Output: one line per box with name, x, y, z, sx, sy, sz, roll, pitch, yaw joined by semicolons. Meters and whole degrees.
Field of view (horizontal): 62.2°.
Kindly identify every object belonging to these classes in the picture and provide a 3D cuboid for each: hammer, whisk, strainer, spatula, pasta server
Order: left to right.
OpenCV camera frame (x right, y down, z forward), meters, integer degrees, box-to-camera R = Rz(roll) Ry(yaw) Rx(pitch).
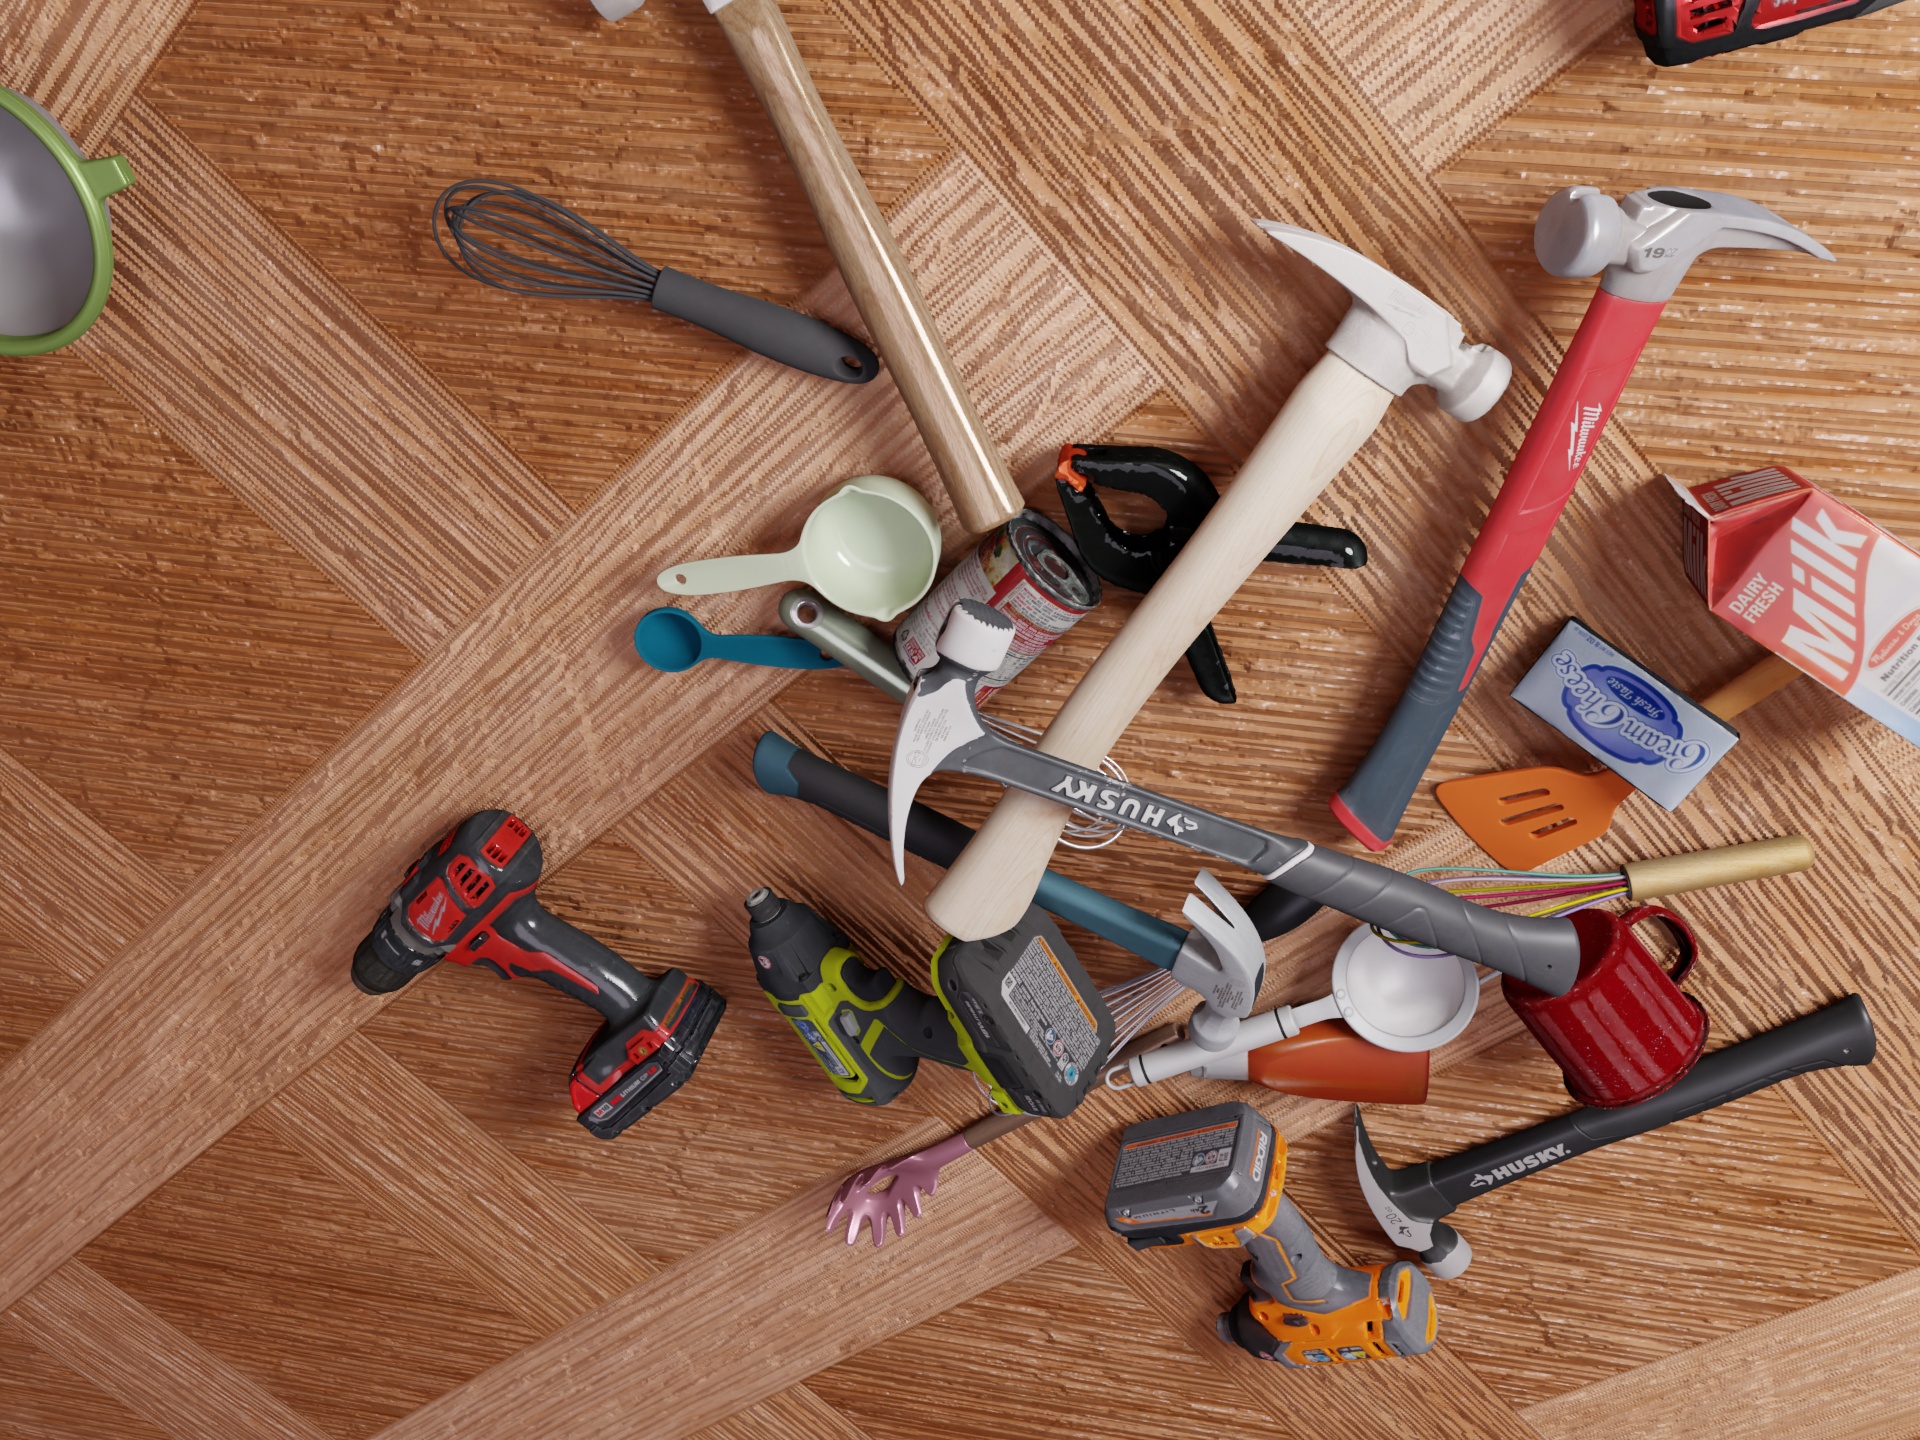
strainer;-0.532;-0.239;0.876;0.151;0.069;0.256;26;124;-7
whisk;-0.156;-0.221;0.825;0.239;0.055;0.055;19;123;-6
hammer;-0.051;-0.244;0.783;0.130;0.031;0.331;-20;111;21
whisk;-0.001;-0.003;0.931;0.246;0.059;0.058;34;85;-6
pasta server;0.027;0.288;1.108;0.316;0.040;0.060;-34;122;26
hammer;0.025;0.089;0.946;0.331;0.033;0.128;24;142;11
hammer;0.096;-0.051;0.819;0.146;0.038;0.410;29;110;-17
whisk;0.121;0.173;1.009;0.284;0.070;0.070;-38;108;24
hammer;0.153;0.073;0.841;0.408;0.036;0.149;20;110;-13
strainer;0.209;0.181;0.982;0.258;0.050;0.087;-22;92;12
hammer;0.288;-0.081;0.812;0.143;0.038;0.386;-3;132;-20
whisk;0.357;0.094;0.911;0.245;0.047;0.051;-11;83;8
hammer;0.407;0.251;1.008;0.334;0.035;0.146;-32;111;27
spatula;0.409;-0.016;0.850;0.322;0.041;0.081;-39;108;25

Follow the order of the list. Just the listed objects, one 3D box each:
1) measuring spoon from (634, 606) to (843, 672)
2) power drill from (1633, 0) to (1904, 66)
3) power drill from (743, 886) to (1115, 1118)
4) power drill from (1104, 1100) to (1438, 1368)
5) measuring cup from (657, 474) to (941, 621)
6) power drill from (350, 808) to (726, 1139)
measuring spoon;-0.129;-0.047;0.948;0.128;0.021;0.042;5;122;-2
power drill;0.329;-0.379;0.610;0.143;0.079;0.219;-10;122;17
power drill;-0.031;0.171;0.989;0.223;0.080;0.171;-7;124;43
power drill;0.199;0.366;1.092;0.164;0.084;0.226;-25;118;38
measuring cup;-0.090;-0.095;0.895;0.167;0.038;0.083;-6;120;17
power drill;-0.296;0.182;1.088;0.226;0.080;0.188;43;120;-12
